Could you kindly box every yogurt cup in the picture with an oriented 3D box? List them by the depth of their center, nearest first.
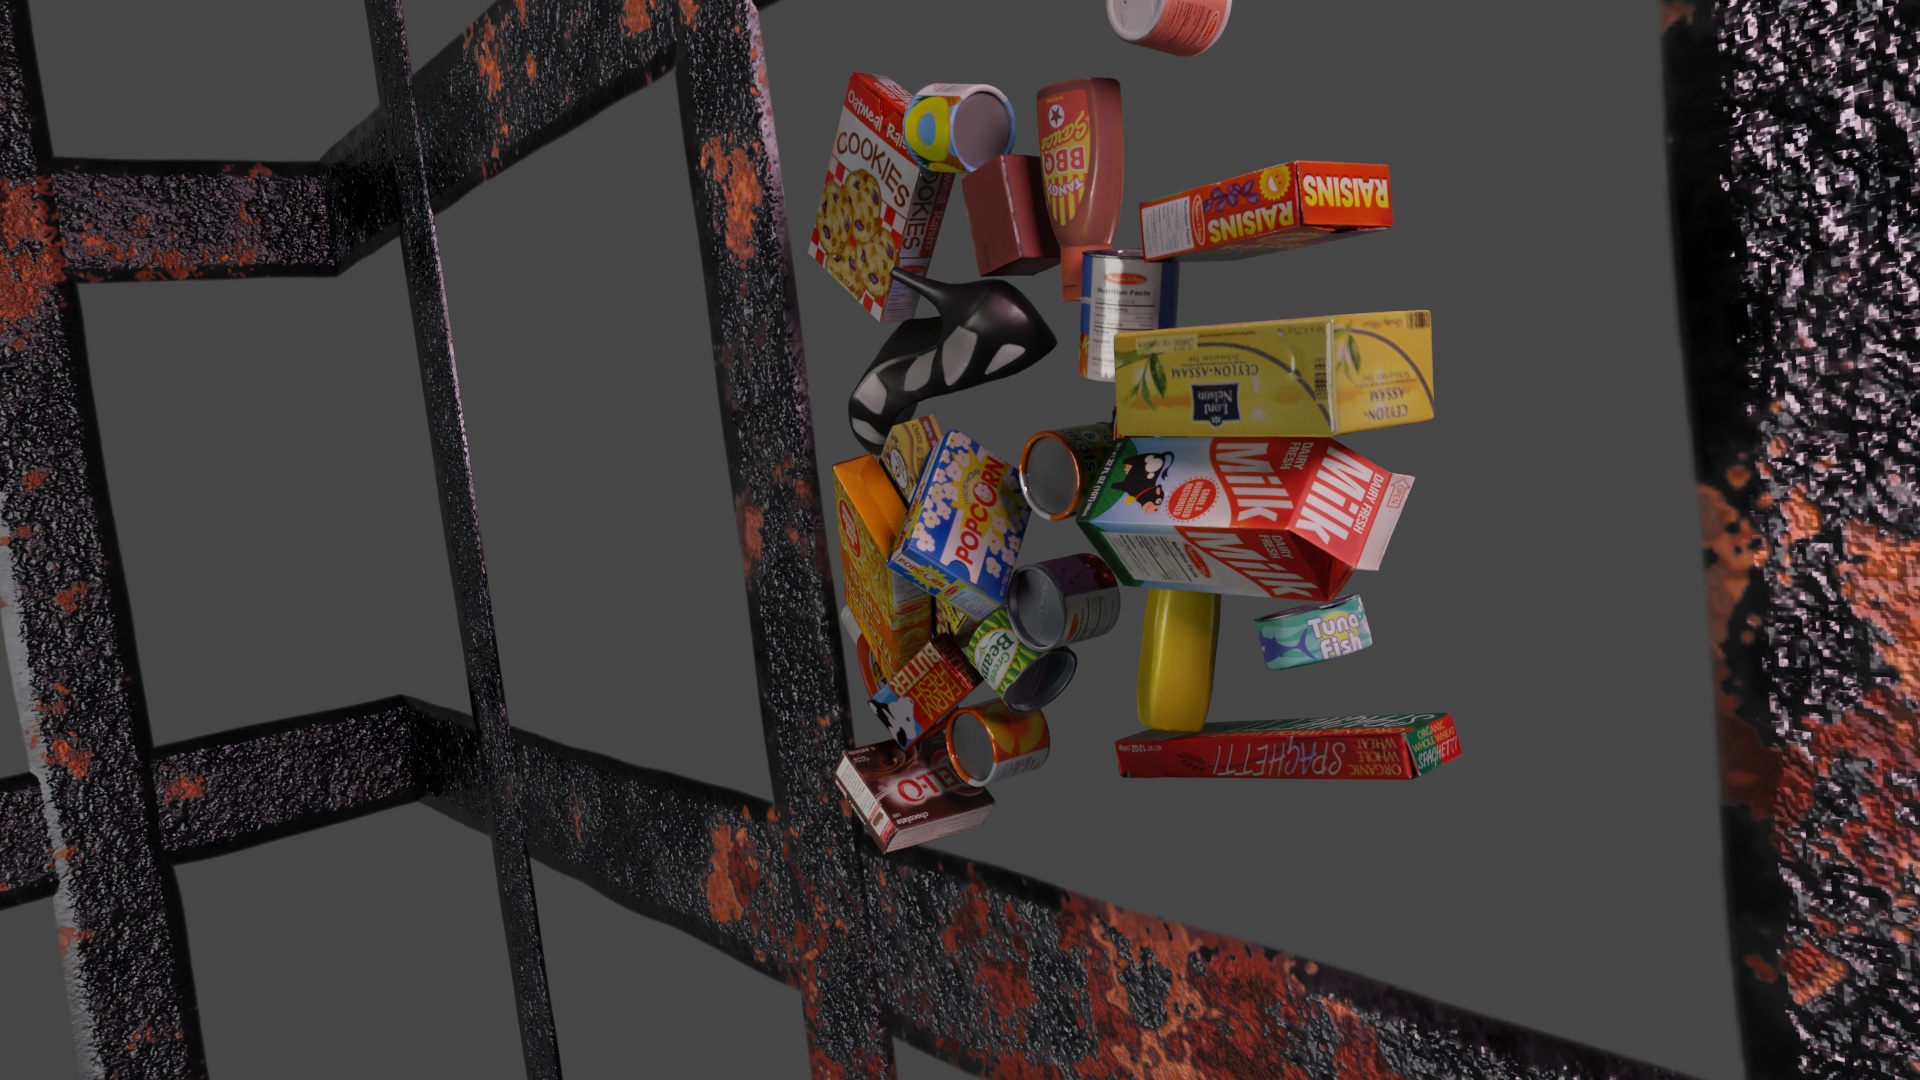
[{"bbox_3d":[0.129,-0.343,0.881,0.072,0.054,0.072,18,113,50],"label":"yogurt cup"}]

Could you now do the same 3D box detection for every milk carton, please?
[{"bbox_3d":[0.174,-0.014,0.845,0.190,0.072,0.073,4,144,42],"label":"milk carton"}]

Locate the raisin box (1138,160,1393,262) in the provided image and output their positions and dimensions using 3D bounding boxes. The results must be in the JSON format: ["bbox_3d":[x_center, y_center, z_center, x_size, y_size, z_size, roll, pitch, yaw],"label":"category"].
[{"bbox_3d":[0.180,-0.193,0.824,0.123,0.086,0.040,-1,96,53],"label":"raisin box"}]

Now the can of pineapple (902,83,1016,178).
[{"bbox_3d":[0.000,-0.309,1.048,0.058,0.071,0.070,22,115,48],"label":"can of pineapple"}]

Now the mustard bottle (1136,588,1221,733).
[{"bbox_3d":[0.151,0.048,0.940,0.065,0.049,0.160,-112,28,-84],"label":"mustard bottle"}]

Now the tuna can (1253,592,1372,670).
[{"bbox_3d":[0.217,0.056,0.850,0.071,0.071,0.033,-20,84,53],"label":"tuna can"}]

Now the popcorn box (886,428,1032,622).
[{"bbox_3d":[0.004,-0.013,1.047,0.038,0.085,0.127,-40,24,46],"label":"popcorn box"}]

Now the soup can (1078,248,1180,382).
[{"bbox_3d":[0.114,-0.153,0.939,0.071,0.071,0.083,20,115,49],"label":"soup can"}]

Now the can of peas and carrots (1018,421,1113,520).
[{"bbox_3d":[0.085,-0.052,1.003,0.071,0.059,0.070,17,112,49],"label":"can of peas and carrots"}]

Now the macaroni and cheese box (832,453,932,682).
[{"bbox_3d":[-0.063,0.030,1.165,0.165,0.040,0.124,89,157,-45],"label":"macaroni and cheese box"}]

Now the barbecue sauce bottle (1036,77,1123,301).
[{"bbox_3d":[0.086,-0.243,0.970,0.065,0.044,0.148,8,105,52],"label":"barbecue sauce bottle"}]

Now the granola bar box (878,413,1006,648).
[{"bbox_3d":[-0.020,-0.002,1.137,0.123,0.039,0.166,117,133,-66],"label":"granola bar box"}]

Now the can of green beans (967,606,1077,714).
[{"bbox_3d":[0.047,0.091,1.081,0.058,0.071,0.071,47,133,35],"label":"can of green beans"}]

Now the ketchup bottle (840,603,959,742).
[{"bbox_3d":[-0.060,0.111,1.233,0.149,0.065,0.043,54,165,39],"label":"ketchup bottle"}]

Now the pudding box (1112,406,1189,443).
[{"bbox_3d":[0.132,-0.051,0.966,0.049,0.030,0.083,13,108,52],"label":"pudding box"}]

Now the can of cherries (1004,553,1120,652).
[{"bbox_3d":[0.075,0.044,1.040,0.071,0.058,0.071,19,114,49],"label":"can of cherries"}]

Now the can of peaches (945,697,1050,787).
[{"bbox_3d":[0.029,0.160,1.128,0.071,0.058,0.071,17,112,49],"label":"can of peaches"}]

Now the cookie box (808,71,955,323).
[{"bbox_3d":[-0.065,-0.286,1.160,0.123,0.040,0.166,47,132,36],"label":"cookie box"}]

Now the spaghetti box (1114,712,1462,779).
[{"bbox_3d":[0.203,0.135,0.902,0.249,0.050,0.028,-13,90,53],"label":"spaghetti box"}]

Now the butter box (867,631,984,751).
[{"bbox_3d":[-0.029,0.123,1.130,0.053,0.024,0.103,51,128,9],"label":"butter box"}]
